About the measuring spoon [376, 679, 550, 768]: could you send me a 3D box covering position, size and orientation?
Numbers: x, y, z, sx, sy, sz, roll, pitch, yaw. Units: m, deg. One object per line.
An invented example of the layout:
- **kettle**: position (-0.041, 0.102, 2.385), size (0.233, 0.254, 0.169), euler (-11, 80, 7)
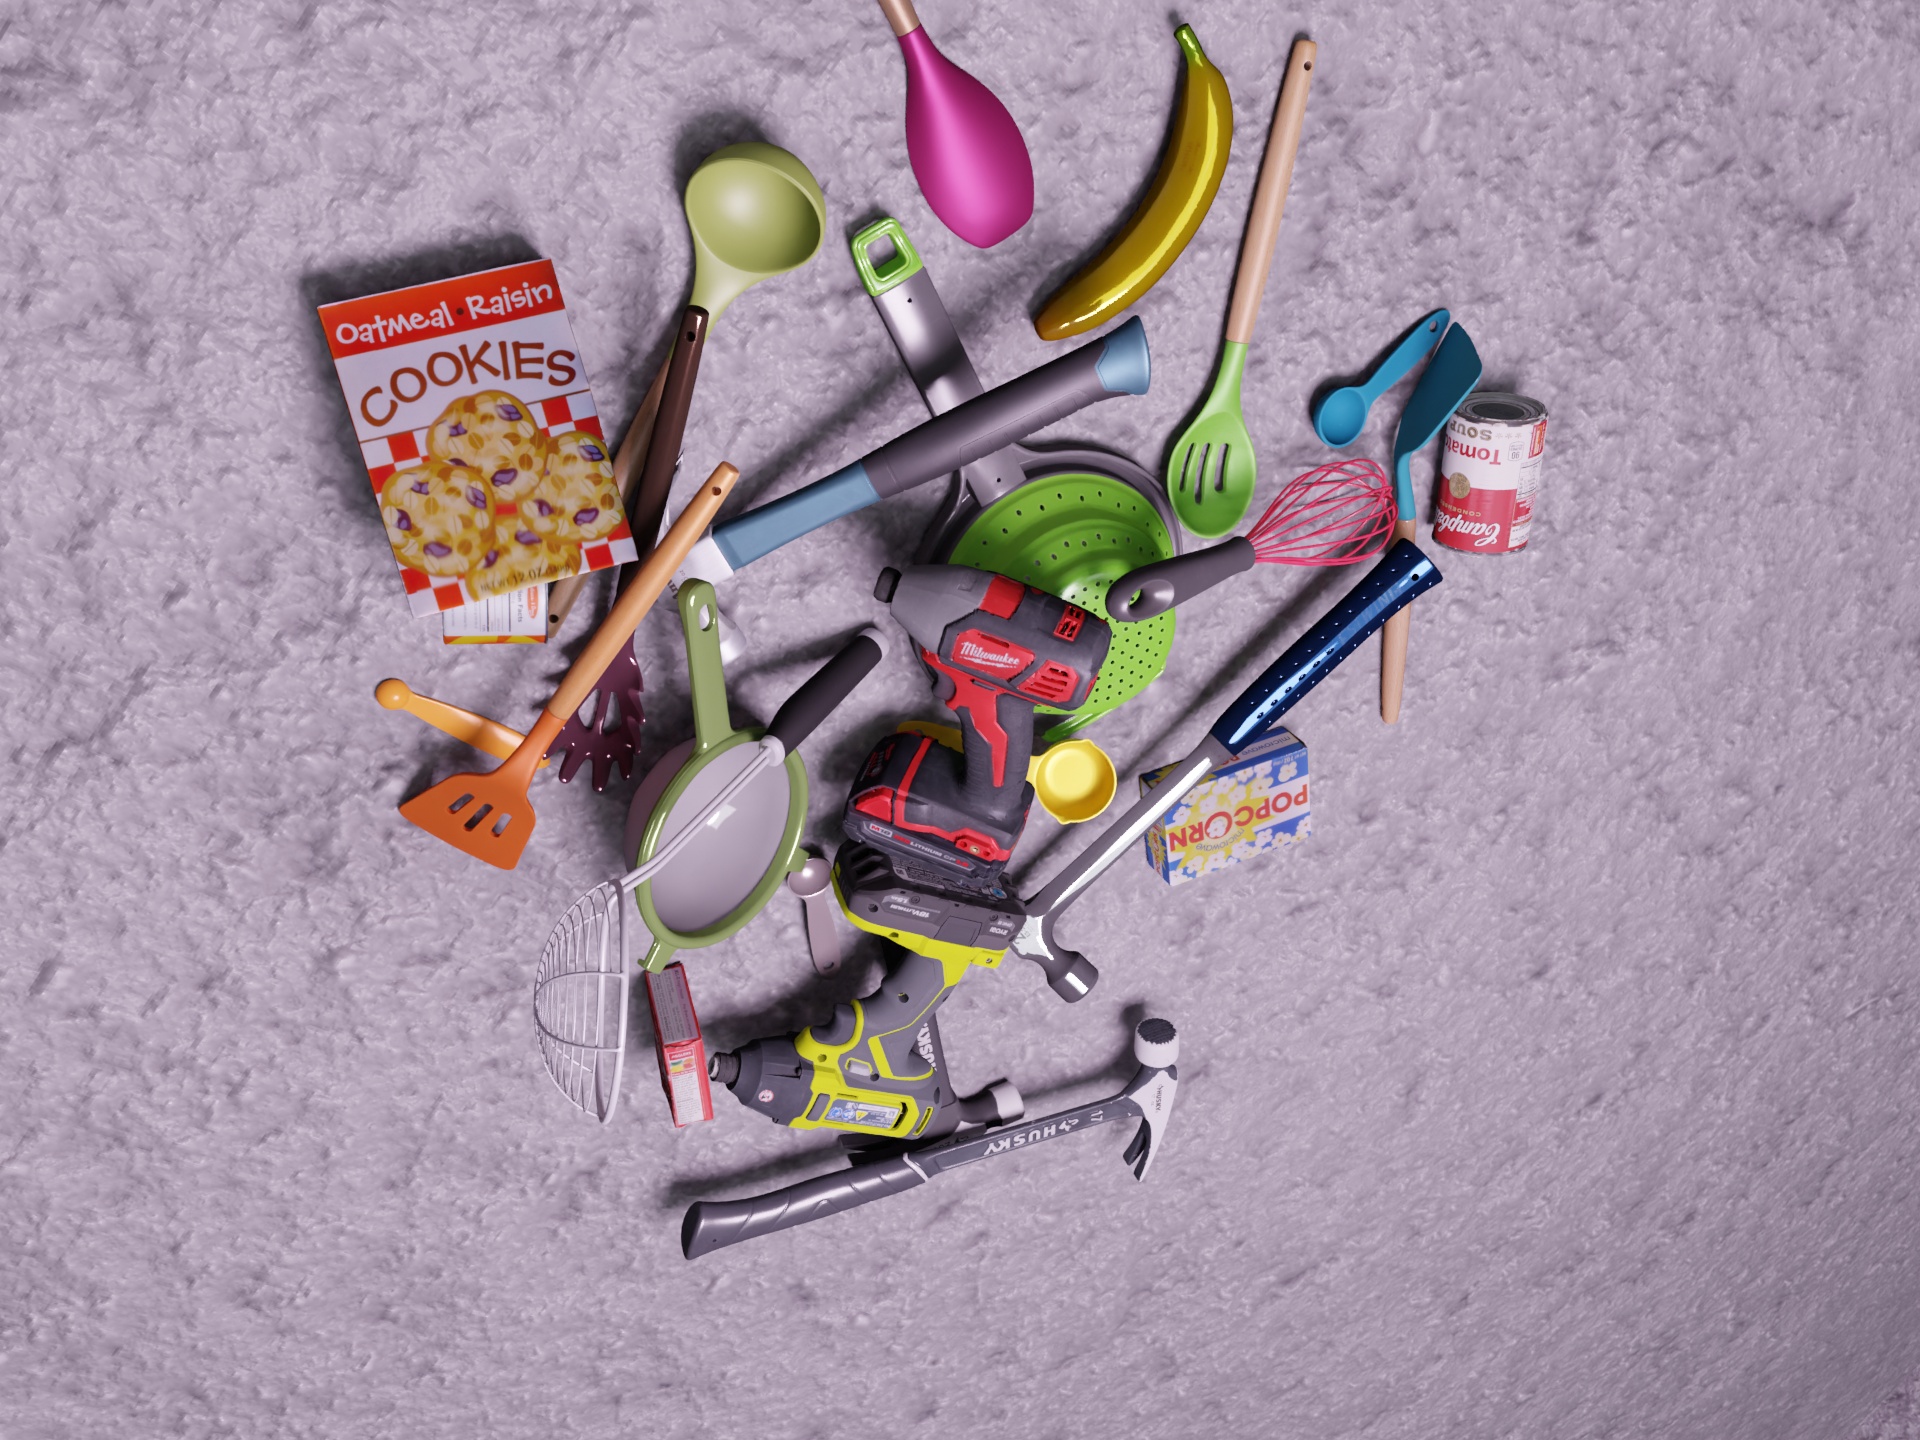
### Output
- **measuring spoon**: position (-0.304, 0.006, 0.979), size (0.116, 0.011, 0.021), euler (29, 104, -33)

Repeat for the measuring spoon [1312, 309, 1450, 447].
- **measuring spoon**: position (0.288, -0.240, 1.097), size (0.128, 0.021, 0.042), euler (-44, 126, -6)

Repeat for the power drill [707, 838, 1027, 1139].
- **power drill**: position (-0.064, 0.192, 1.109), size (0.171, 0.080, 0.223), euler (16, 114, -26)

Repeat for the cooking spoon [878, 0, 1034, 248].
- **cooking spoon**: position (-0.040, -0.398, 0.861), size (0.069, 0.017, 0.318), euler (-35, 126, -3)

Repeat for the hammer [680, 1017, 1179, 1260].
- **hammer**: position (-0.016, 0.345, 1.239), size (0.409, 0.036, 0.149), euler (-12, 122, -18)

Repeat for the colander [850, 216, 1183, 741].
- **colander**: position (0.041, -0.128, 1.001), size (0.204, 0.095, 0.396), euler (-33, 125, -3)

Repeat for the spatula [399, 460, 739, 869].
- **spatula**: position (-0.225, -0.028, 0.940), size (0.081, 0.041, 0.322), euler (32, 111, -20)

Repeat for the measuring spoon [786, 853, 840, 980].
- **measuring spoon**: position (-0.103, 0.141, 1.144), size (0.034, 0.018, 0.124), euler (-18, 130, -14)

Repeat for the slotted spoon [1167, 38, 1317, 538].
- **slotted spoon**: position (0.186, -0.271, 1.026), size (0.070, 0.031, 0.313), euler (-1, 116, -24)

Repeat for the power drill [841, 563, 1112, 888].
- **power drill**: position (-0.002, -0.003, 0.998), size (0.143, 0.079, 0.219), euler (22, 135, 3)

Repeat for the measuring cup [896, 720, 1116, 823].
- **measuring cup**: position (0.032, 0.026, 1.107), size (0.156, 0.029, 0.062), euler (17, 97, 0)

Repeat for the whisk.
- **whisk**: position (0.196, -0.115, 1.043), size (0.296, 0.073, 0.073), euler (-24, 128, -38)

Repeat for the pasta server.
- **pasta server**: position (-0.189, -0.092, 0.927), size (0.060, 0.040, 0.316), euler (15, 123, -10)

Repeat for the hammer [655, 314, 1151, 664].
- **hammer**: position (-0.039, -0.147, 0.936), size (0.331, 0.033, 0.128), euler (-23, 120, 13)

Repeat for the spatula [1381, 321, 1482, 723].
- **spatula**: position (0.333, -0.126, 1.157), size (0.044, 0.082, 0.317), euler (-4, 127, 4)

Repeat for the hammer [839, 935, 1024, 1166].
- **hammer**: position (-0.041, 0.203, 1.191), size (0.146, 0.035, 0.334), euler (-18, 123, -14)

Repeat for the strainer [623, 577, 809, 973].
- **strainer**: position (-0.171, 0.021, 0.995), size (0.151, 0.069, 0.256), euler (-35, 135, -42)

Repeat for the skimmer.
- **skimmer**: position (-0.124, 0.071, 0.933), size (0.363, 0.090, 0.127), euler (-49, 170, -39)

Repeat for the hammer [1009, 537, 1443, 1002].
- **hammer**: position (0.175, 0.020, 1.139), size (0.405, 0.035, 0.144), euler (-44, 100, 6)

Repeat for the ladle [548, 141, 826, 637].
- **ladle**: position (-0.172, -0.178, 0.907), size (0.078, 0.062, 0.320), euler (25, 109, -18)
